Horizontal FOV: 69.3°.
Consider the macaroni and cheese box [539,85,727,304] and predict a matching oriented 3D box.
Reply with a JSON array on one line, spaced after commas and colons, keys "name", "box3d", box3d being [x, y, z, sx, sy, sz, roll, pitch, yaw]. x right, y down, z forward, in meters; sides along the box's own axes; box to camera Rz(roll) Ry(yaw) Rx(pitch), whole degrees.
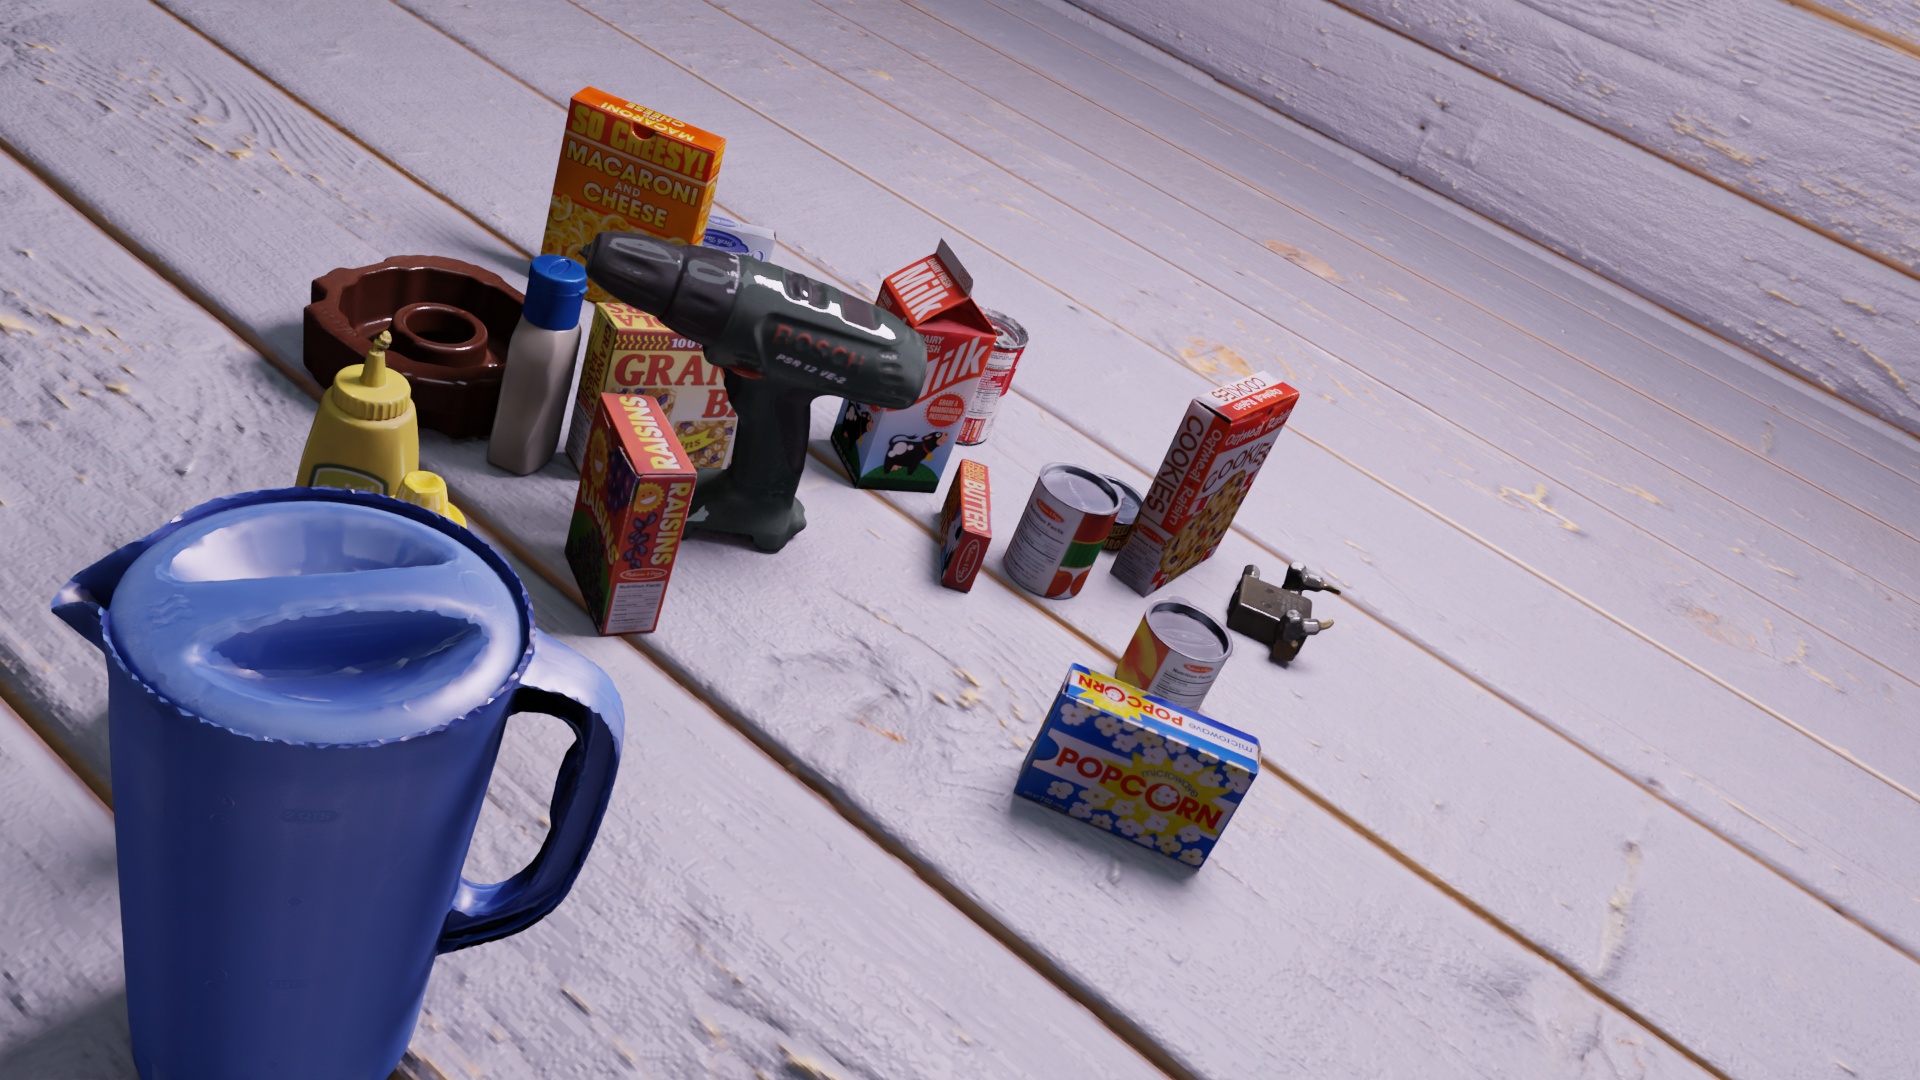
[{"name": "macaroni and cheese box", "box3d": [-0.275, -0.273, 1.155, 0.124, 0.165, 0.040, 20, 31, -4]}]

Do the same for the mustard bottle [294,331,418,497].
[{"name": "mustard bottle", "box3d": [-0.338, -0.048, 0.783, 0.065, 0.159, 0.049, 13, 32, -15]}]

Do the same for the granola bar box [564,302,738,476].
[{"name": "granola bar box", "box3d": [-0.188, -0.106, 0.997, 0.166, 0.123, 0.039, -5, 41, -37]}]

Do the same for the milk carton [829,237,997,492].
[{"name": "milk carton", "box3d": [-0.033, -0.134, 1.071, 0.073, 0.189, 0.072, 2, 37, -29]}]

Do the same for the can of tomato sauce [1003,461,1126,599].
[{"name": "can of tomato sauce", "box3d": [0.078, -0.007, 1.051, 0.071, 0.082, 0.071, 16, 32, -10]}]

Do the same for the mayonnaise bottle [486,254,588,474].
[{"name": "mayonnaise bottle", "box3d": [-0.283, -0.119, 0.936, 0.041, 0.147, 0.065, 21, 31, -2]}]

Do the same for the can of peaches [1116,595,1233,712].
[{"name": "can of peaches", "box3d": [0.150, 0.083, 0.984, 0.071, 0.057, 0.071, 16, 32, -10]}]

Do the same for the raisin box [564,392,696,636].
[{"name": "raisin box", "box3d": [-0.205, -0.016, 0.852, 0.040, 0.122, 0.086, -1, 38, -33]}]

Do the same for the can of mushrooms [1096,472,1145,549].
[{"name": "can of mushrooms", "box3d": [0.119, -0.023, 1.147, 0.071, 0.033, 0.071, 16, 32, -10]}]

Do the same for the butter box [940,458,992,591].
[{"name": "butter box", "box3d": [0.004, -0.013, 1.042, 0.024, 0.052, 0.104, 16, 32, -11]}]

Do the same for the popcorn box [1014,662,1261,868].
[{"name": "popcorn box", "box3d": [0.108, 0.138, 0.849, 0.127, 0.084, 0.038, 22, 31, 0]}]

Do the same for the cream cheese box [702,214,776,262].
[{"name": "cream cheese box", "box3d": [-0.228, -0.273, 1.290, 0.104, 0.053, 0.024, 10, 33, -18]}]

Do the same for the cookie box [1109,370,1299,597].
[{"name": "cookie box", "box3d": [0.195, -0.046, 1.101, 0.040, 0.166, 0.123, 37, 34, 22]}]
